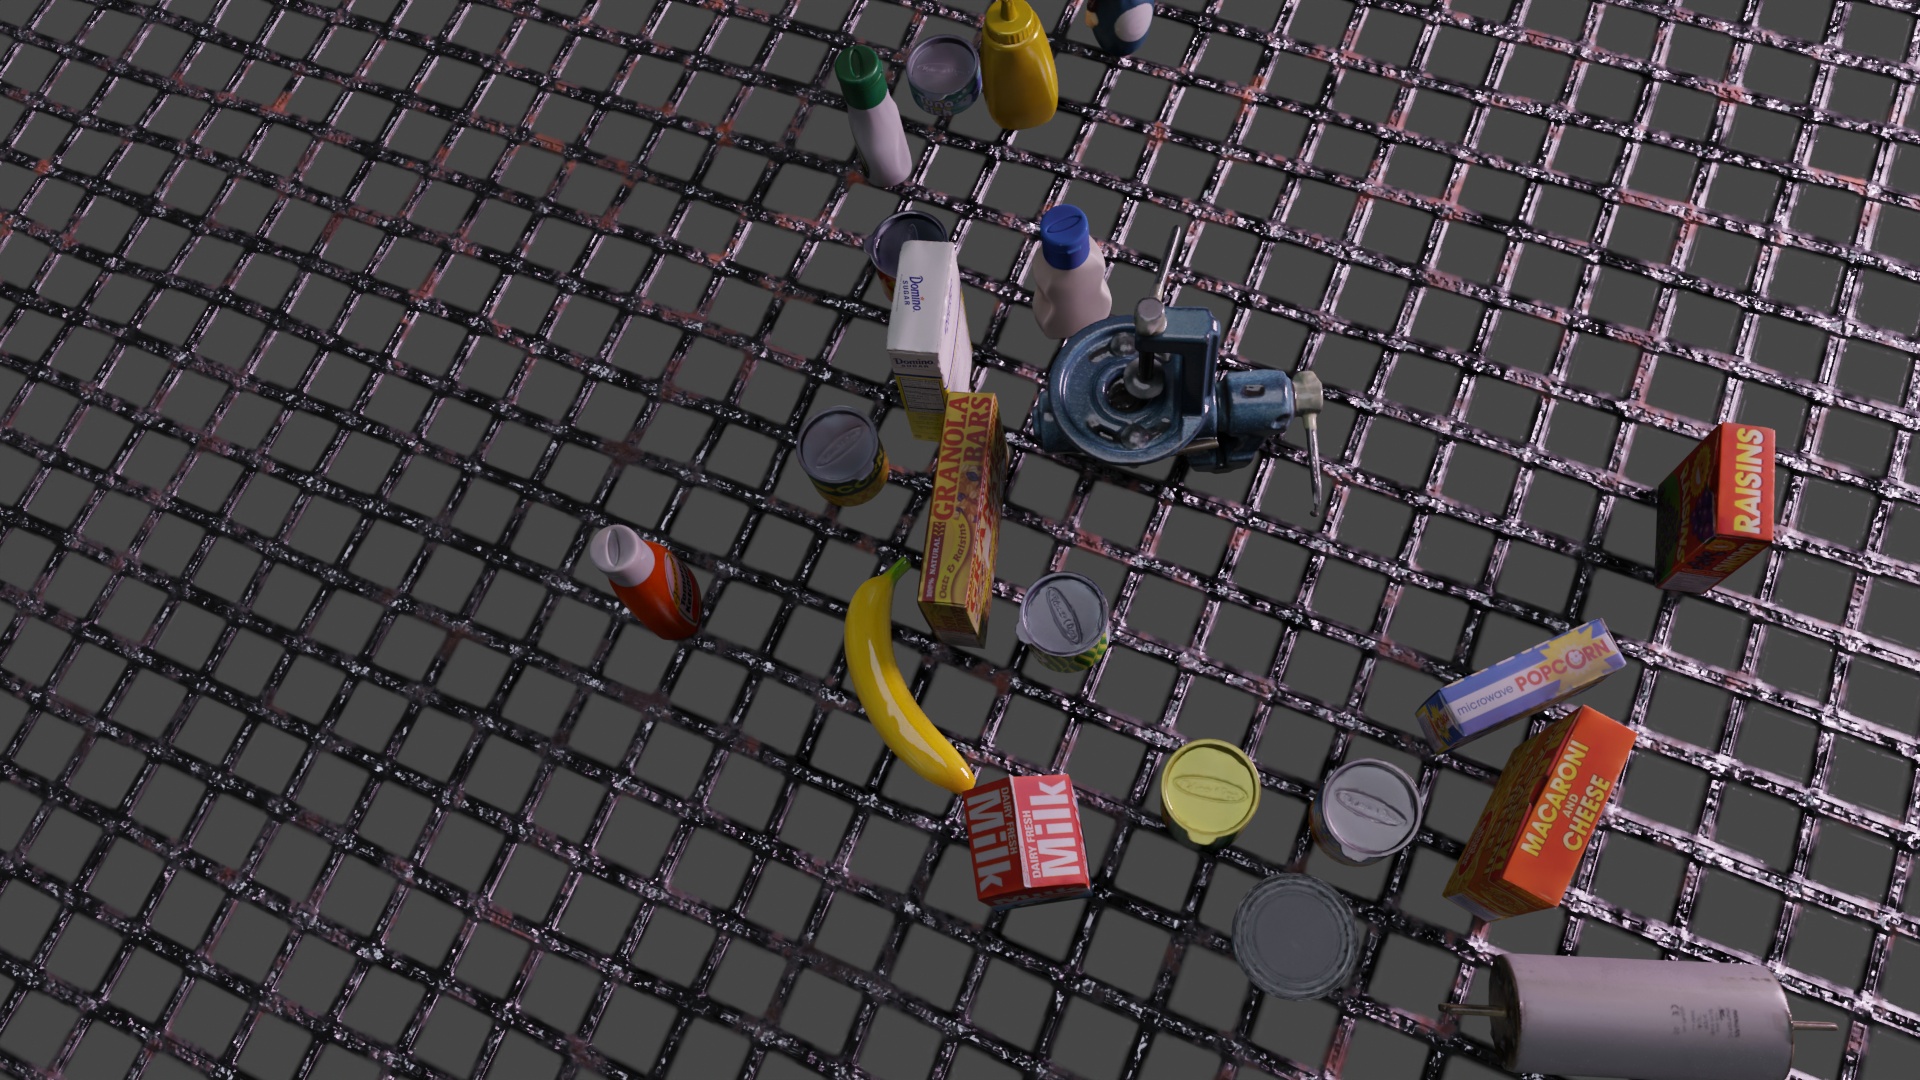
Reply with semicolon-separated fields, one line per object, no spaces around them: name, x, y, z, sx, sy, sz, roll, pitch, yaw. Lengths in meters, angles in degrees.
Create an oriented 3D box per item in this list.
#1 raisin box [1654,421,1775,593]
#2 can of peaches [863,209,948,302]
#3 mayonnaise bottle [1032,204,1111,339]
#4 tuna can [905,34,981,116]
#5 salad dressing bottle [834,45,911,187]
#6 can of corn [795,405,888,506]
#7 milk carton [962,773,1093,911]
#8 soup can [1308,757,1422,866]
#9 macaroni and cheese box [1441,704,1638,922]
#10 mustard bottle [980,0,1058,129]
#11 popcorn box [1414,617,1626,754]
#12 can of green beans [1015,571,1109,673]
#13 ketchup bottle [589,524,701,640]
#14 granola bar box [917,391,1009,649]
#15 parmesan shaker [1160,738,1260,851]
raisin box;0.536;-0.021;0.992;0.040;0.123;0.086;9;73;10
can of peaches;-0.042;-0.236;1.173;0.071;0.058;0.071;-2;71;6
mayonnaise bottle;0.086;-0.212;1.101;0.065;0.147;0.041;-22;70;-1
tuna can;-0.015;-0.414;1.245;0.071;0.032;0.071;-2;71;6
salad dressing bottle;-0.074;-0.356;1.171;0.044;0.147;0.064;-10;71;4
can of corn;-0.092;-0.065;1.120;0.071;0.058;0.071;-2;71;6
milk carton;0.046;0.205;0.938;0.073;0.190;0.072;-10;71;4
soup can;0.280;0.194;0.970;0.071;0.083;0.071;-2;71;6
macaroni and cheese box;0.377;0.185;0.917;0.040;0.166;0.124;28;77;15
mustard bottle;0.047;-0.409;1.168;0.065;0.159;0.049;-8;71;5
popcorn box;0.394;0.106;0.986;0.127;0.085;0.038;-24;70;-1
can of green beans;0.080;0.063;1.054;0.071;0.057;0.071;-2;71;6
ketchup bottle;-0.239;0.029;1.057;0.043;0.148;0.065;-11;70;3
granola bar box;0.004;-0.013;1.055;0.039;0.124;0.166;5;72;9
parmesan shaker;0.173;0.184;0.977;0.071;0.103;0.071;-2;71;6
